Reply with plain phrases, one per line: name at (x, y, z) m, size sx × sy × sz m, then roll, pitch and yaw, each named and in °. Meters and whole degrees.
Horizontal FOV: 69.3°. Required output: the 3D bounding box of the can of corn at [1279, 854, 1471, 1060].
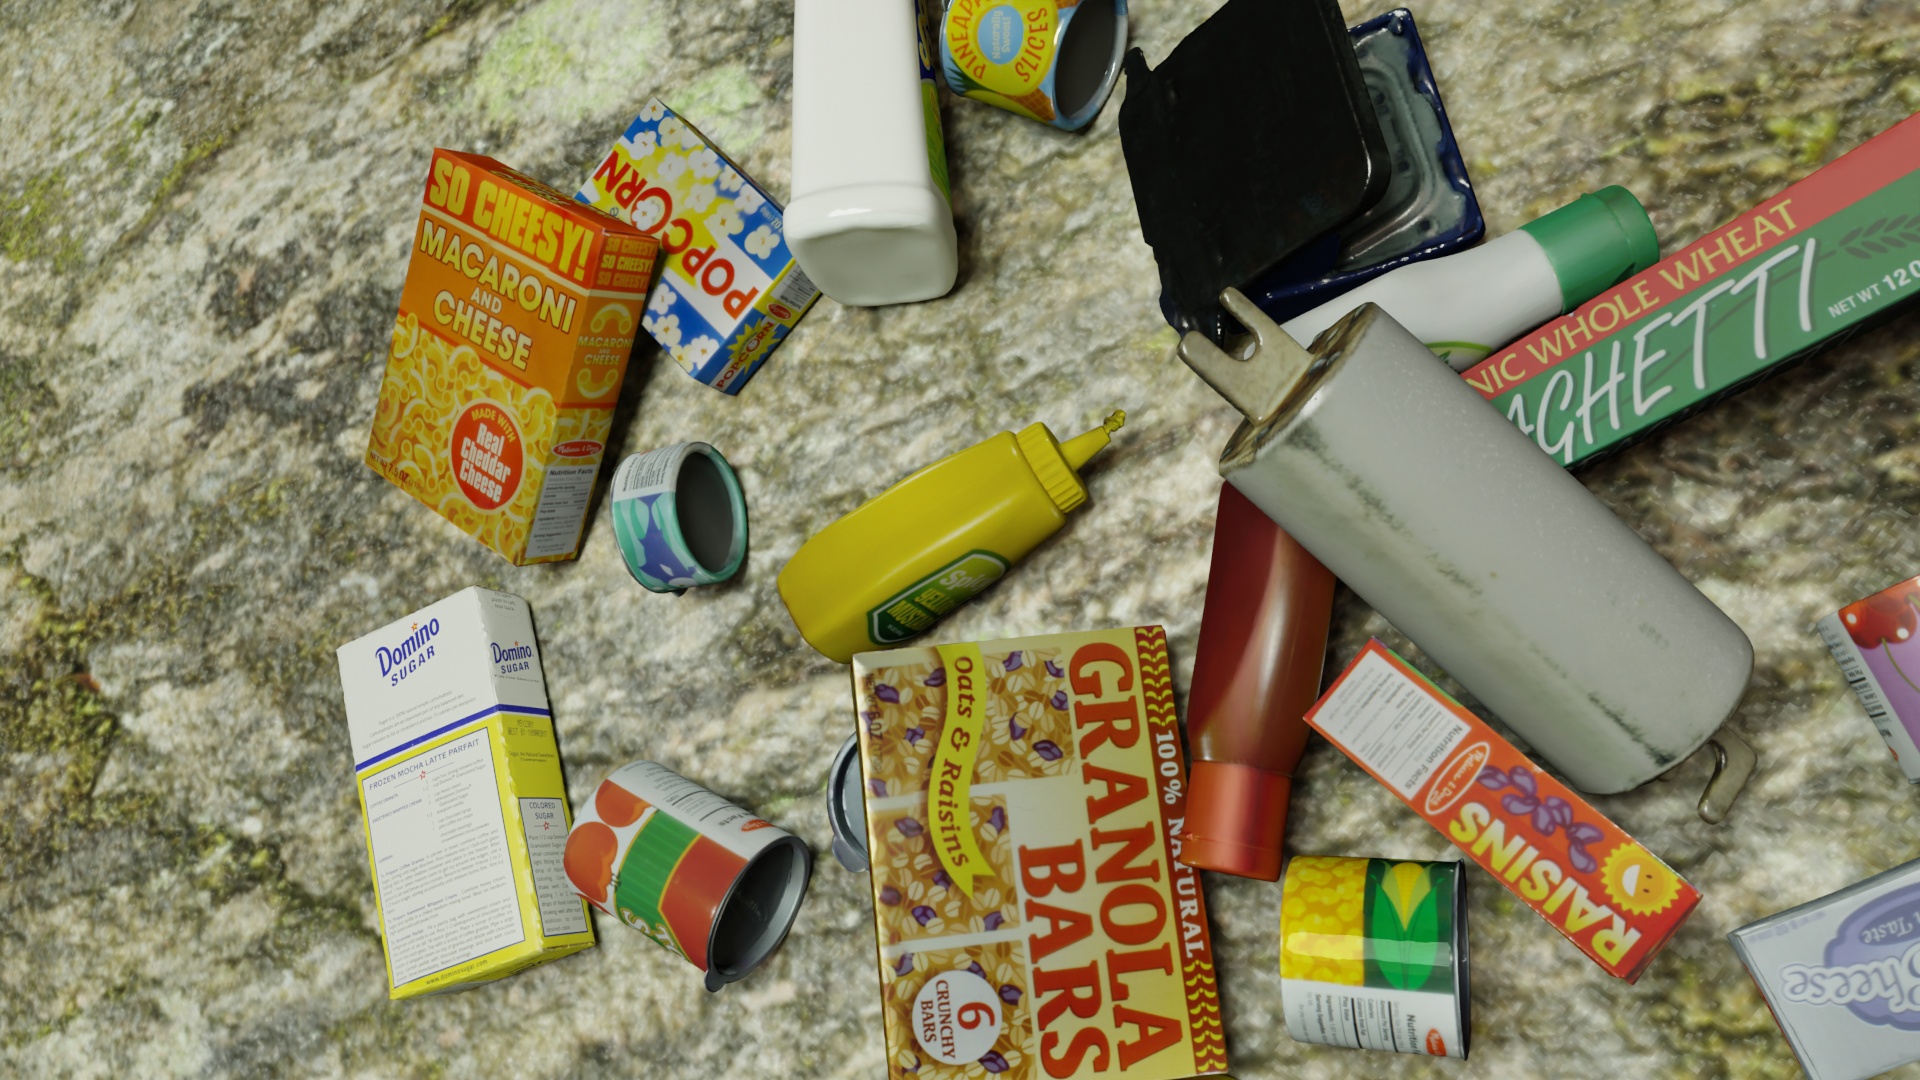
can of corn at (0.147, 0.143, 0.489) m, size 0.058 × 0.071 × 0.071 m, roll -3°, pitch 79°, yaw 23°

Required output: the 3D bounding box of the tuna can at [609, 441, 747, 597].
tuna can at (-0.126, -0.008, 0.631) m, size 0.033 × 0.071 × 0.071 m, roll -10°, pitch 77°, yaw 20°

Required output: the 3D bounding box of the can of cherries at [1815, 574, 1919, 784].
can of cherries at (0.320, 0.036, 0.436) m, size 0.071 × 0.071 × 0.058 m, roll -27°, pitch 70°, yaw 16°

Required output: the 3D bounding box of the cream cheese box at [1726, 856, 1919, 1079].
cream cheese box at (0.311, 0.131, 0.445) m, size 0.103 × 0.024 × 0.053 m, roll -28°, pitch 71°, yaw 15°

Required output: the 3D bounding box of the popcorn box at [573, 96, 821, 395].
popcorn box at (-0.129, -0.142, 0.670) m, size 0.085 × 0.038 × 0.127 m, roll -49°, pitch 67°, yaw 9°

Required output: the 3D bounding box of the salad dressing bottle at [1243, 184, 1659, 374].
salad dressing bottle at (0.183, -0.084, 0.521) m, size 0.147 × 0.064 × 0.044 m, roll -26°, pitch 66°, yaw 8°

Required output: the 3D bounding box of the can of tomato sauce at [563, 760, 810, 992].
can of tomato sauce at (-0.119, 0.142, 0.597) m, size 0.083 × 0.071 × 0.071 m, roll 21°, pitch 89°, yaw 25°

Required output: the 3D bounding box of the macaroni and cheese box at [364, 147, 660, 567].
macaroni and cheese box at (-0.220, -0.089, 0.672) m, size 0.124 × 0.040 × 0.166 m, roll 28°, pitch 108°, yaw 26°

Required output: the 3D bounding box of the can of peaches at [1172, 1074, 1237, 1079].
can of peaches at (0.086, 0.231, 0.501) m, size 0.071 × 0.058 × 0.071 m, roll -4°, pitch 78°, yaw 21°

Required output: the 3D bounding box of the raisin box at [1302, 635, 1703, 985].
raisin box at (0.182, 0.090, 0.472) m, size 0.123 × 0.086 × 0.040 m, roll 41°, pitch 95°, yaw 24°

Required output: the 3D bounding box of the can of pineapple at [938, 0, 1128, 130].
can of pineapple at (0.032, -0.218, 0.602) m, size 0.058 × 0.071 × 0.071 m, roll 26°, pitch 91°, yaw 24°

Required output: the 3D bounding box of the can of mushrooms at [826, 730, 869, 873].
can of mushrooms at (-0.021, 0.108, 0.582) m, size 0.071 × 0.033 × 0.071 m, roll -4°, pitch 79°, yaw 21°

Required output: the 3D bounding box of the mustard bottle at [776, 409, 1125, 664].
mustard bottle at (0.002, -0.007, 0.579) m, size 0.160 × 0.065 × 0.049 m, roll -33°, pitch 66°, yaw 10°

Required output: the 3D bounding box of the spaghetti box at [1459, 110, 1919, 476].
spaghetti box at (0.251, -0.074, 0.457) m, size 0.249 × 0.029 × 0.050 m, roll -33°, pitch 69°, yaw 38°

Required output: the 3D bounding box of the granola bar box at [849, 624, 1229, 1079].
granola bar box at (0.027, 0.121, 0.531) m, size 0.124 × 0.039 × 0.166 m, roll -5°, pitch 77°, yaw -6°

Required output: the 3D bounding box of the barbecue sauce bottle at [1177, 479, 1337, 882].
barbecue sauce bottle at (0.110, 0.049, 0.515) m, size 0.044 × 0.064 × 0.149 m, roll 13°, pitch 77°, yaw -9°
